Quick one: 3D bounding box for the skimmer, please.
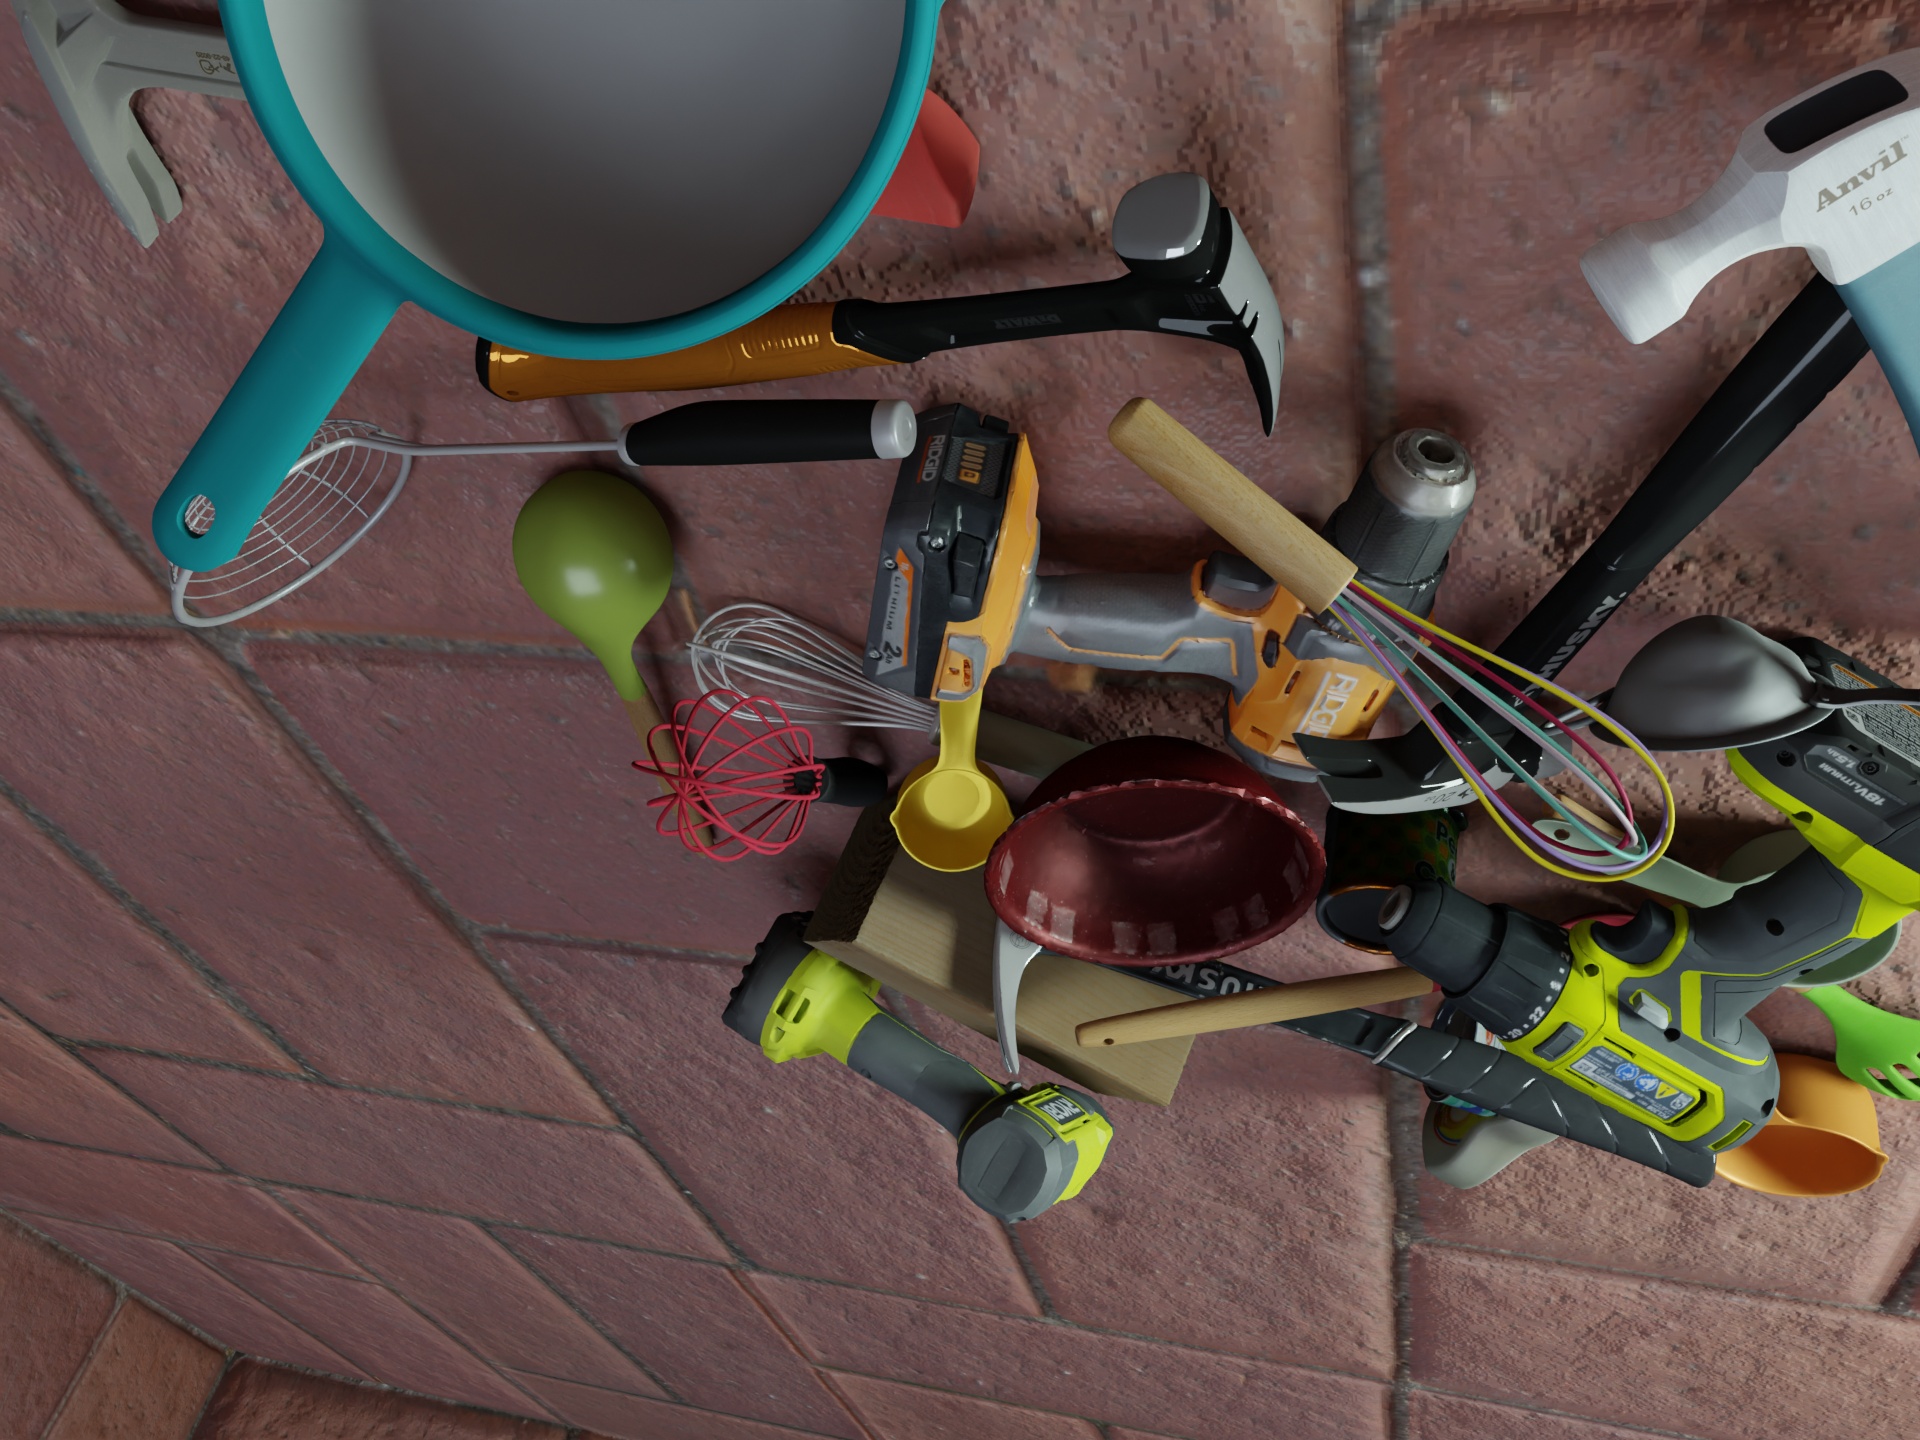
[{"bbox_3d":[-0.185,-0.087,0.681,0.363,0.127,0.090,1,109,22],"label":"skimmer"}]

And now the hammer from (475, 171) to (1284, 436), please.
[{"bbox_3d":[-0.047,-0.144,0.610,0.337,0.034,0.127,2,165,27],"label":"hammer"}]

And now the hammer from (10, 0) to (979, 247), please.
[{"bbox_3d":[-0.171,-0.217,0.583,0.359,0.037,0.149,12,144,8],"label":"hammer"}]

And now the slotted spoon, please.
[{"bbox_3d":[0.405,0.119,0.798,0.313,0.031,0.070,32,136,-17],"label":"slotted spoon"}]

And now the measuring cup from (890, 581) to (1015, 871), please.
[{"bbox_3d":[-0.001,-0.002,0.768,0.062,0.029,0.156,2,111,-3],"label":"measuring cup"}]

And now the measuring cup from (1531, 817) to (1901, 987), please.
[{"bbox_3d":[0.348,0.069,0.743,0.167,0.038,0.083,21,130,6],"label":"measuring cup"}]

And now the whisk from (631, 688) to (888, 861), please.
[{"bbox_3d":[-0.078,0.027,0.742,0.073,0.073,0.295,9,179,11],"label":"whisk"}]

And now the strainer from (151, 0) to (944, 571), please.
[{"bbox_3d":[-0.144,-0.179,0.500,0.211,0.095,0.340,42,113,-6],"label":"strainer"}]

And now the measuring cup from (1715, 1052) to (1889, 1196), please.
[{"bbox_3d":[0.439,0.197,0.867,0.095,0.052,0.173,-16,130,37],"label":"measuring cup"}]

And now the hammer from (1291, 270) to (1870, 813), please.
[{"bbox_3d":[0.244,-0.071,0.567,0.146,0.035,0.334,-9,147,-27],"label":"hammer"}]

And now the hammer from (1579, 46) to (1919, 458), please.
[{"bbox_3d":[0.321,-0.083,0.504,0.128,0.033,0.330,-33,135,26],"label":"hammer"}]

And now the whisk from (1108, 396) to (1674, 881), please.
[{"bbox_3d":[0.148,-0.028,0.561,0.245,0.051,0.047,40,134,4],"label":"whisk"}]

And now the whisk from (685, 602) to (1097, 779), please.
[{"bbox_3d":[-0.019,-0.002,0.802,0.246,0.058,0.059,18,179,-6],"label":"whisk"}]

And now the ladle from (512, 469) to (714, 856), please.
[{"bbox_3d":[-0.166,-0.013,0.856,0.078,0.062,0.319,8,150,9],"label":"ladle"}]

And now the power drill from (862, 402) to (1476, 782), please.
[{"bbox_3d":[0.082,-0.062,0.649,0.226,0.084,0.185,13,144,-1],"label":"power drill"}]

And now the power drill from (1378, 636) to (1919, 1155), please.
[{"bbox_3d":[0.314,0.077,0.685,0.190,0.080,0.228,30,128,-4],"label":"power drill"}]

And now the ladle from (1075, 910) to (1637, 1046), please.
[{"bbox_3d":[0.214,0.138,0.812,0.315,0.031,0.069,-8,129,-4],"label":"ladle"}]

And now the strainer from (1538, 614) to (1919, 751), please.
[{"bbox_3d":[0.335,-0.010,0.557,0.258,0.087,0.050,4,115,34],"label":"strainer"}]

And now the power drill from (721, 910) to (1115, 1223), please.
[{"bbox_3d":[-0.016,0.205,0.948,0.223,0.080,0.171,31,-175,20],"label":"power drill"}]

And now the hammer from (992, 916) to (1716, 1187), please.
[{"bbox_3d":[0.210,0.169,0.842,0.409,0.149,0.036,20,169,-4],"label":"hammer"}]
